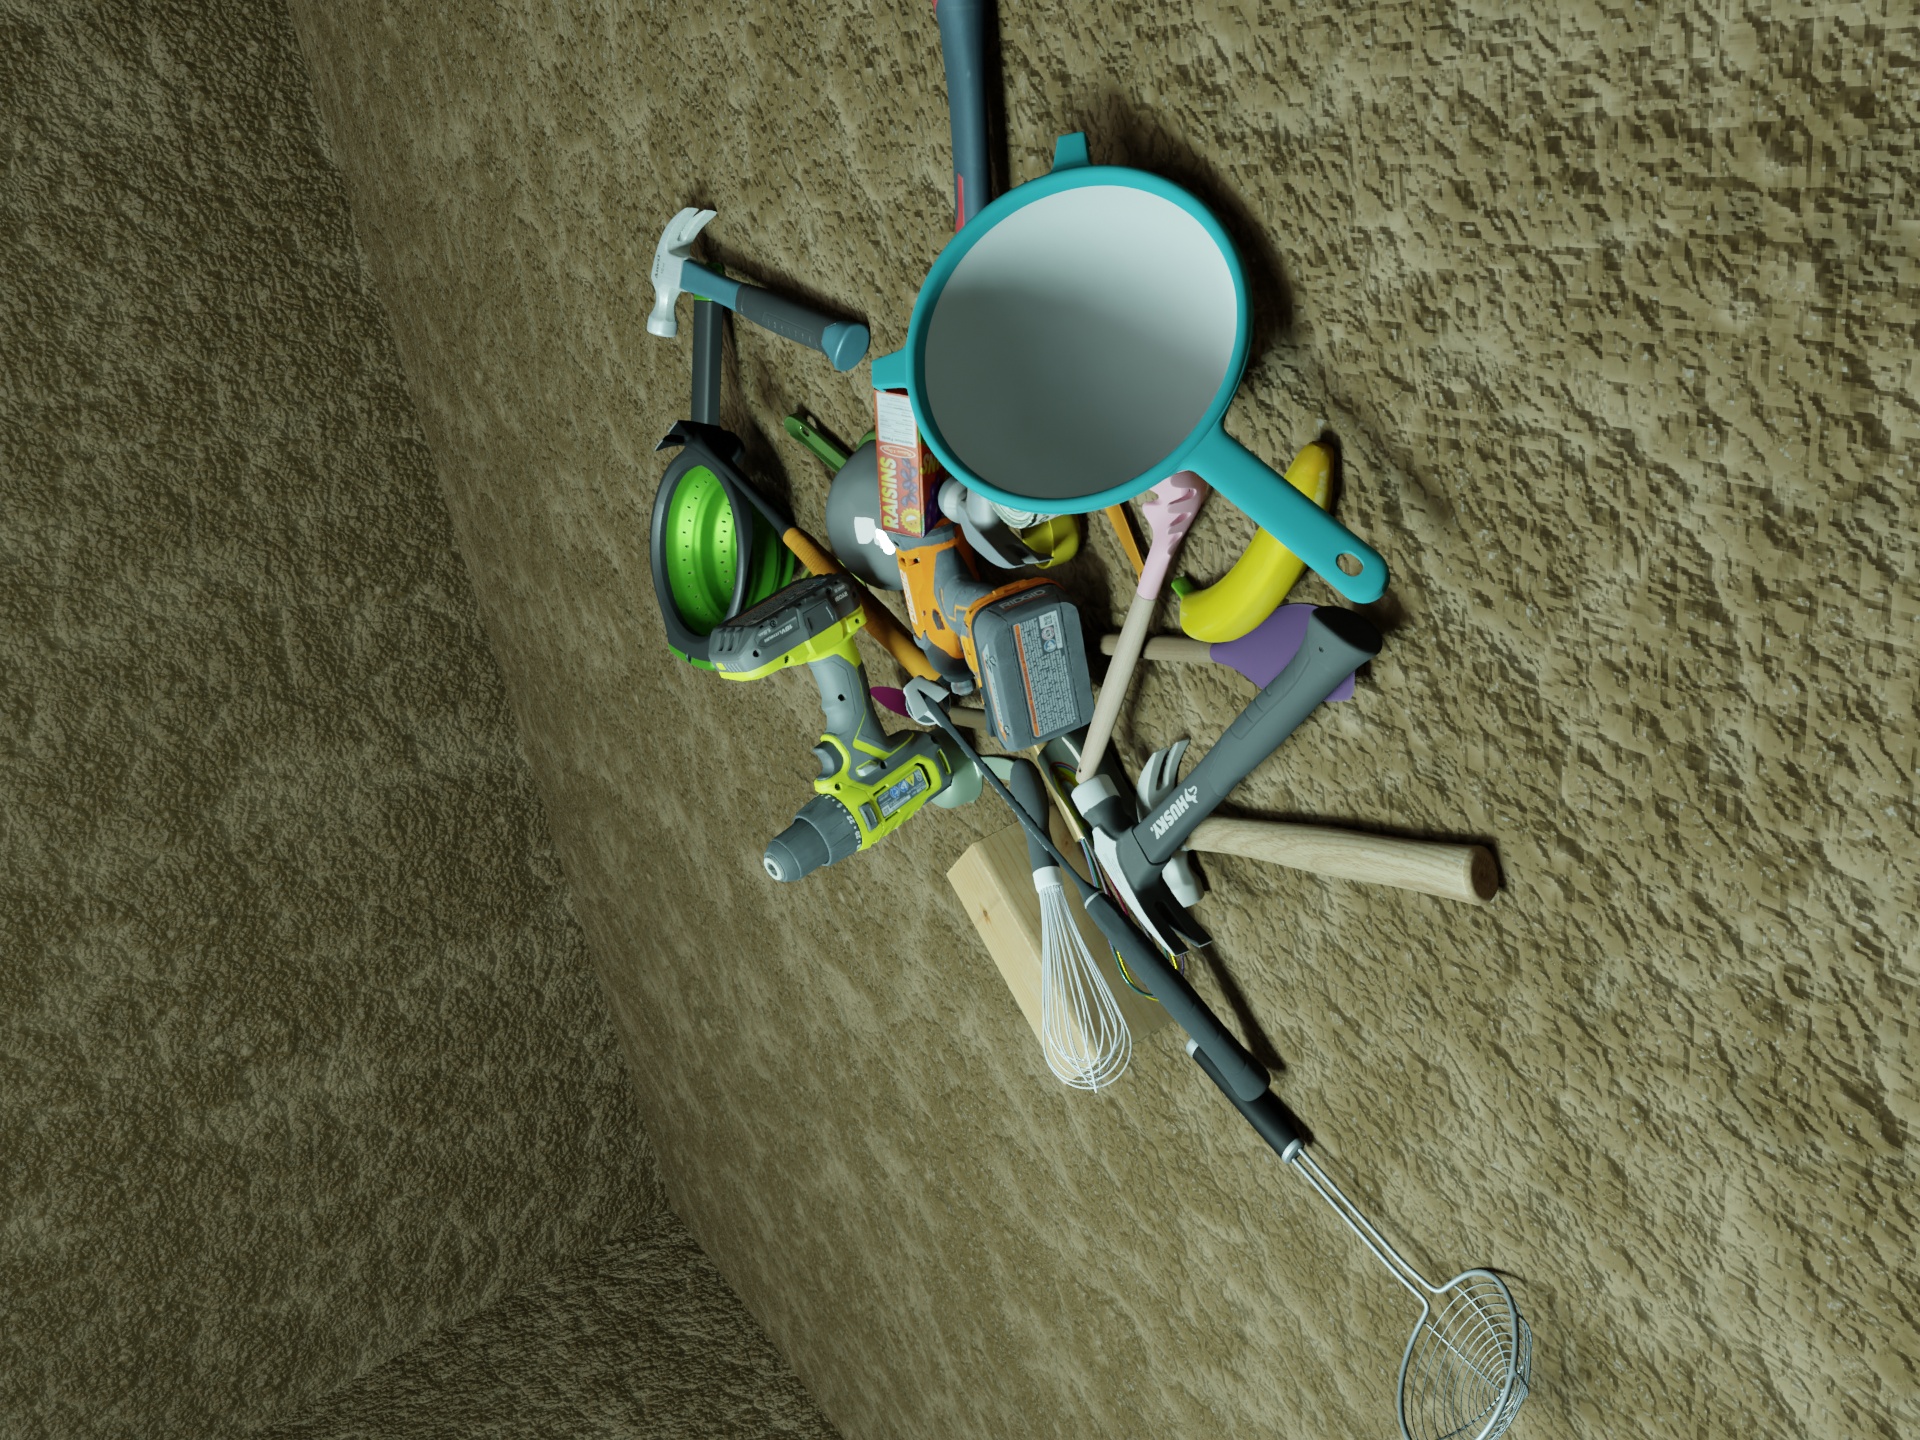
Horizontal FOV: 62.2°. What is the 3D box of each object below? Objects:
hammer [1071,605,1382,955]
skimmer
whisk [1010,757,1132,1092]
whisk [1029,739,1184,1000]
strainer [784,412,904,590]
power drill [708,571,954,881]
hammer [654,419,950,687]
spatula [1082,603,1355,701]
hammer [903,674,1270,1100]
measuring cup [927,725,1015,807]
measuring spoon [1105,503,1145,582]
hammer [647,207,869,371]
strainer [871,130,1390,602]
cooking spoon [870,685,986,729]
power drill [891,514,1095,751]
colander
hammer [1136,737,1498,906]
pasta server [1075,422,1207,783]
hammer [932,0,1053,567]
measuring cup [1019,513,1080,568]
[{"bbox_3d":[0.175,0.034,1.034,0.146,0.035,0.334,62,149,20],"label":"hammer"},{"bbox_3d":[0.262,0.354,1.137,0.364,0.090,0.127,47,116,40],"label":"skimmer"},{"bbox_3d":[0.077,0.158,1.276,0.070,0.070,0.285,116,147,-58],"label":"whisk"},{"bbox_3d":[0.110,0.116,1.291,0.245,0.051,0.047,64,160,13],"label":"whisk"},{"bbox_3d":[-0.106,-0.201,1.408,0.257,0.069,0.151,44,147,36],"label":"strainer"},{"bbox_3d":[-0.121,0.008,1.355,0.080,0.190,0.228,3,121,53],"label":"power drill"},{"bbox_3d":[-0.132,-0.147,1.428,0.337,0.127,0.034,45,106,10],"label":"hammer"},{"bbox_3d":[0.159,-0.050,1.081,0.316,0.018,0.060,9,100,61],"label":"spatula"},{"bbox_3d":[0.093,0.123,1.210,0.409,0.036,0.149,49,179,4],"label":"hammer"},{"bbox_3d":[0.004,0.047,1.437,0.168,0.038,0.083,5,115,64],"label":"measuring cup"},{"bbox_3d":[0.114,-0.141,1.107,0.117,0.011,0.021,67,157,7],"label":"measuring spoon"},{"bbox_3d":[-0.188,-0.376,1.436,0.331,0.033,0.128,33,120,43],"label":"hammer"},{"bbox_3d":[0.122,-0.174,0.935,0.341,0.211,0.095,44,-171,21],"label":"strainer"},{"bbox_3d":[-0.002,-0.004,1.378,0.068,0.017,0.319,29,171,-25],"label":"cooking spoon"},{"bbox_3d":[0.021,-0.063,1.250,0.227,0.084,0.164,-135,28,-56],"label":"power drill"},{"bbox_3d":[-0.226,-0.252,1.601,0.205,0.094,0.397,22,112,51],"label":"colander"},{"bbox_3d":[0.221,0.081,1.057,0.331,0.031,0.130,4,115,62],"label":"hammer"},{"bbox_3d":[0.115,-0.067,1.096,0.316,0.040,0.060,104,154,-43],"label":"pasta server"},{"bbox_3d":[0.017,-0.297,1.091,0.143,0.038,0.386,-130,32,-55],"label":"hammer"},{"bbox_3d":[0.050,-0.183,1.187,0.062,0.029,0.157,108,144,-58],"label":"measuring cup"}]
